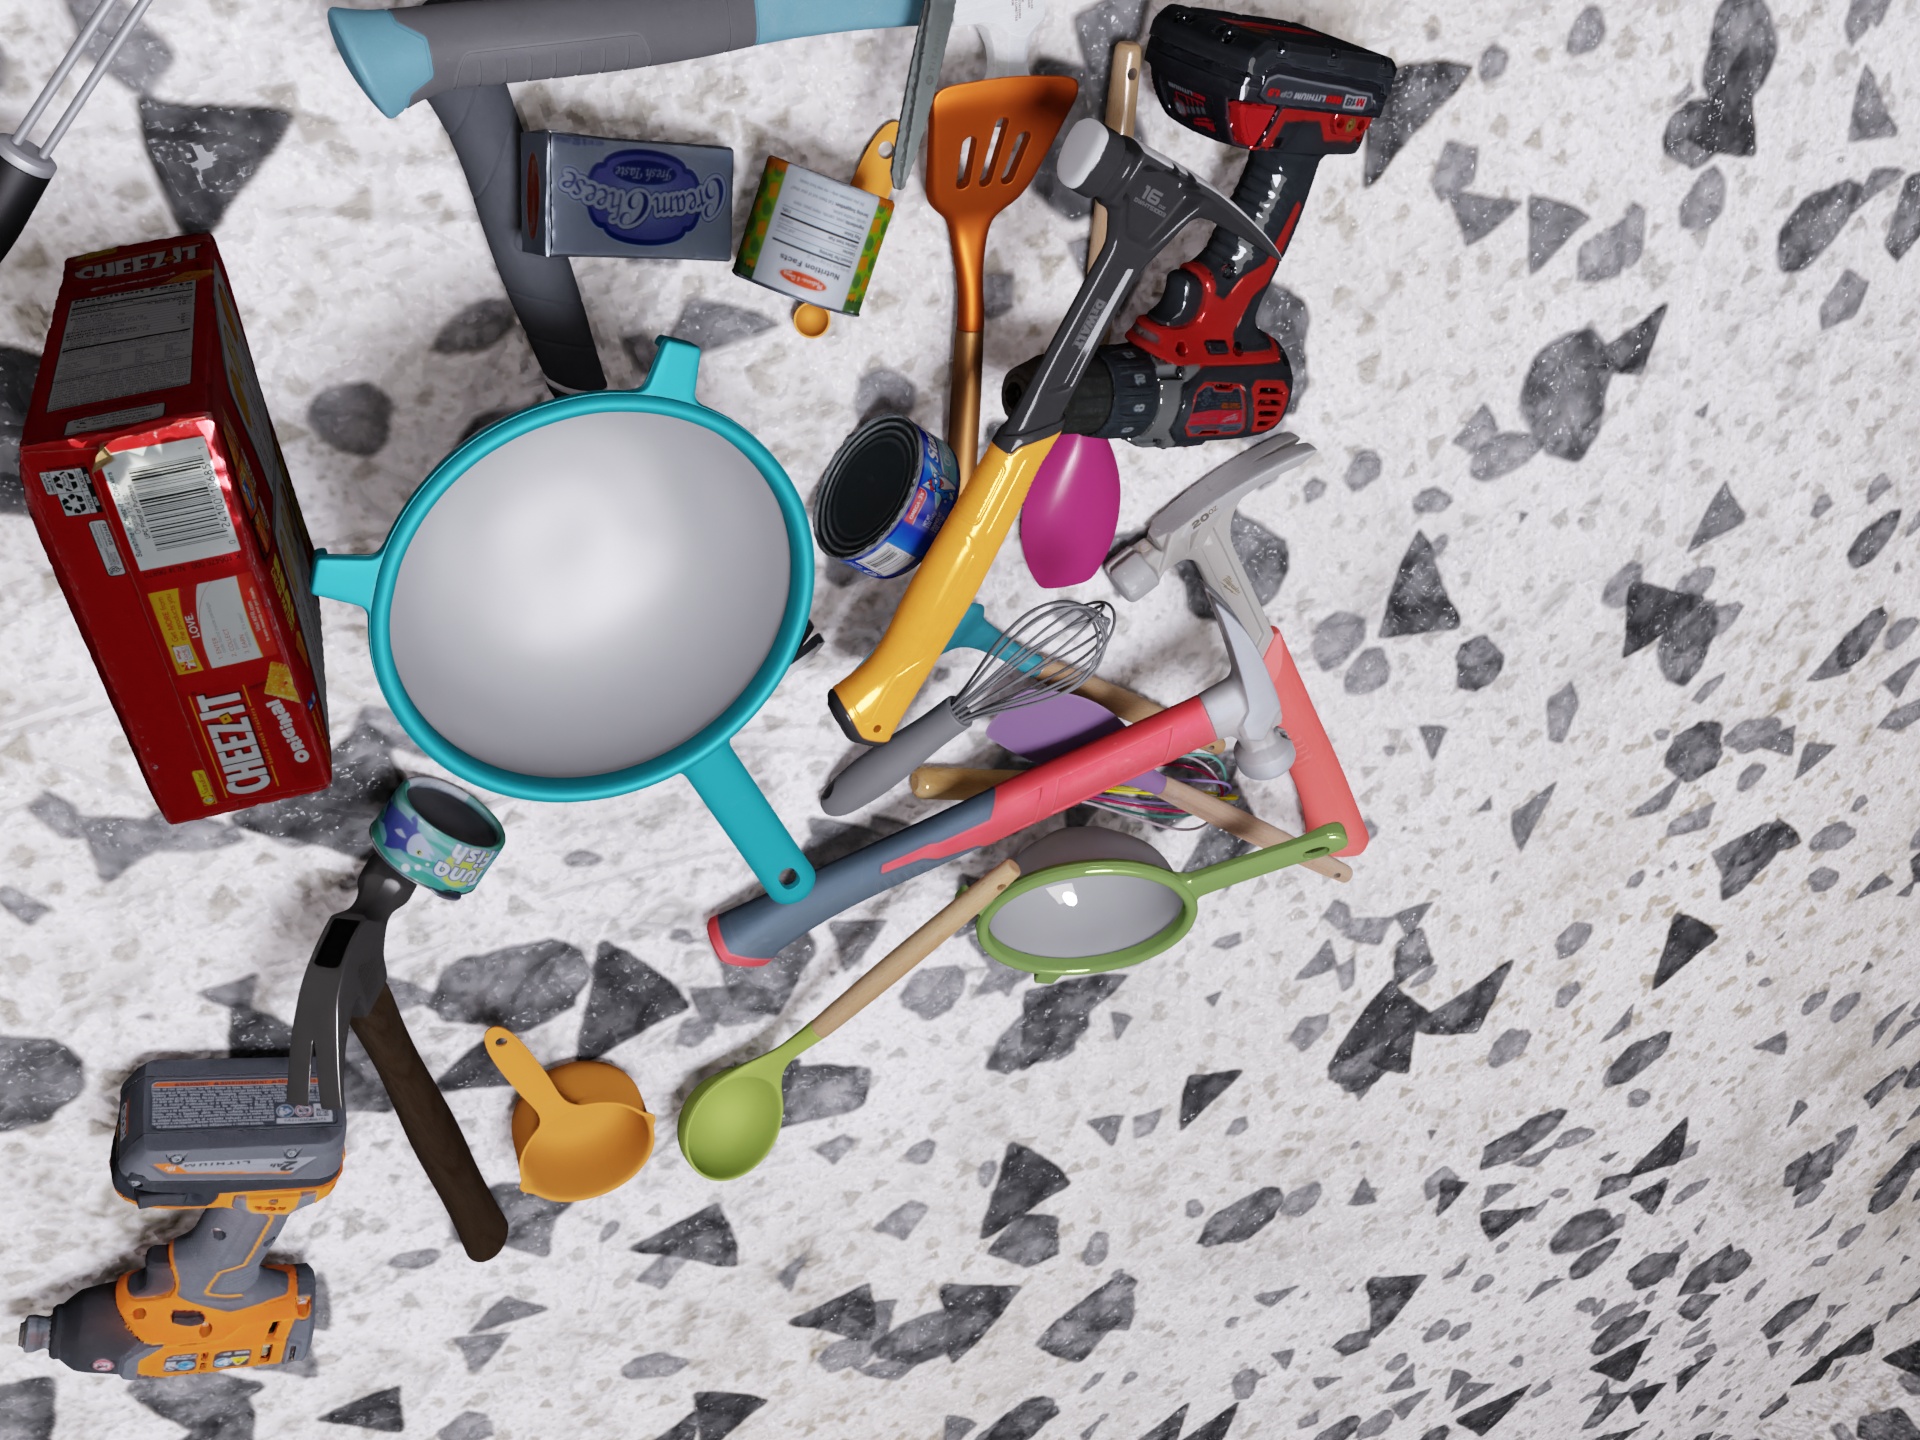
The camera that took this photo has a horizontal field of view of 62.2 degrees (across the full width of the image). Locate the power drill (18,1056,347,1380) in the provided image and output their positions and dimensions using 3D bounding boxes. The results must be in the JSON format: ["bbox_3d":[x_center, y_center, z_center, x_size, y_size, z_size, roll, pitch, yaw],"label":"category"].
[{"bbox_3d":[-0.460,0.306,0.945,0.164,0.084,0.226,5,123,-29],"label":"power drill"}]

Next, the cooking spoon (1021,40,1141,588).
[{"bbox_3d":[0.076,-0.215,0.901,0.068,0.017,0.318,-12,127,-23],"label":"cooking spoon"}]

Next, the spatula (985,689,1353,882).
[{"bbox_3d":[0.153,0.050,1.062,0.315,0.018,0.059,26,121,-29],"label":"spatula"}]

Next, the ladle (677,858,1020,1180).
[{"bbox_3d":[-0.073,0.198,1.041,0.320,0.062,0.078,-42,135,23],"label":"ladle"}]

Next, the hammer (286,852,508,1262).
[{"bbox_3d":[-0.327,0.236,0.961,0.031,0.130,0.331,6,135,9],"label":"hammer"}]

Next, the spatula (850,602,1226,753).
[{"bbox_3d":[0.068,-0.017,1.017,0.317,0.044,0.082,20,131,-38],"label":"spatula"}]

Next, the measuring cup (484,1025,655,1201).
[{"bbox_3d":[-0.262,0.235,1.017,0.095,0.052,0.173,-28,128,-7],"label":"measuring cup"}]

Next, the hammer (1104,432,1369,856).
[{"bbox_3d":[0.227,-0.027,1.098,0.149,0.037,0.358,-36,130,-1],"label":"hammer"}]

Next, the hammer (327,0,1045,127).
[{"bbox_3d":[-0.107,-0.312,0.708,0.331,0.033,0.128,-19,127,-24],"label":"hammer"}]

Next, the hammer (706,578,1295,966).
[{"bbox_3d":[0.012,0.049,0.992,0.386,0.038,0.143,-25,125,4],"label":"hammer"}]

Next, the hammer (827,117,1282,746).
[{"bbox_3d":[0.029,-0.125,0.814,0.127,0.034,0.336,15,116,-36],"label":"hammer"}]

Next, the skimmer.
[{"bbox_3d":[-0.339,-0.283,0.634,0.363,0.090,0.127,-43,135,19],"label":"skimmer"}]

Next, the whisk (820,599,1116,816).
[{"bbox_3d":[-0.001,-0.002,0.948,0.239,0.055,0.055,-35,135,30],"label":"whisk"}]

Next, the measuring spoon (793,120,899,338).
[{"bbox_3d":[-0.057,-0.251,0.815,0.021,0.011,0.117,19,108,-24],"label":"measuring spoon"}]

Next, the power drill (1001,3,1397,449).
[{"bbox_3d":[0.120,-0.251,0.847,0.188,0.080,0.226,-10,128,-34],"label":"power drill"}]

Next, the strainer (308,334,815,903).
[{"bbox_3d":[-0.163,-0.031,0.810,0.211,0.095,0.340,-35,134,-9],"label":"strainer"}]

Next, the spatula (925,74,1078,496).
[{"bbox_3d":[0.007,-0.188,0.867,0.081,0.041,0.322,-14,129,-23],"label":"spatula"}]

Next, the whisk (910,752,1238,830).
[{"bbox_3d":[0.083,0.045,1.069,0.245,0.047,0.051,3,121,-25],"label":"whisk"}]

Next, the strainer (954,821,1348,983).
[{"bbox_3d":[0.130,0.095,1.071,0.256,0.069,0.151,-20,142,17],"label":"strainer"}]

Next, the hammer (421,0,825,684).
[{"bbox_3d":[-0.181,-0.153,0.801,0.149,0.036,0.408,-24,129,-12],"label":"hammer"}]
